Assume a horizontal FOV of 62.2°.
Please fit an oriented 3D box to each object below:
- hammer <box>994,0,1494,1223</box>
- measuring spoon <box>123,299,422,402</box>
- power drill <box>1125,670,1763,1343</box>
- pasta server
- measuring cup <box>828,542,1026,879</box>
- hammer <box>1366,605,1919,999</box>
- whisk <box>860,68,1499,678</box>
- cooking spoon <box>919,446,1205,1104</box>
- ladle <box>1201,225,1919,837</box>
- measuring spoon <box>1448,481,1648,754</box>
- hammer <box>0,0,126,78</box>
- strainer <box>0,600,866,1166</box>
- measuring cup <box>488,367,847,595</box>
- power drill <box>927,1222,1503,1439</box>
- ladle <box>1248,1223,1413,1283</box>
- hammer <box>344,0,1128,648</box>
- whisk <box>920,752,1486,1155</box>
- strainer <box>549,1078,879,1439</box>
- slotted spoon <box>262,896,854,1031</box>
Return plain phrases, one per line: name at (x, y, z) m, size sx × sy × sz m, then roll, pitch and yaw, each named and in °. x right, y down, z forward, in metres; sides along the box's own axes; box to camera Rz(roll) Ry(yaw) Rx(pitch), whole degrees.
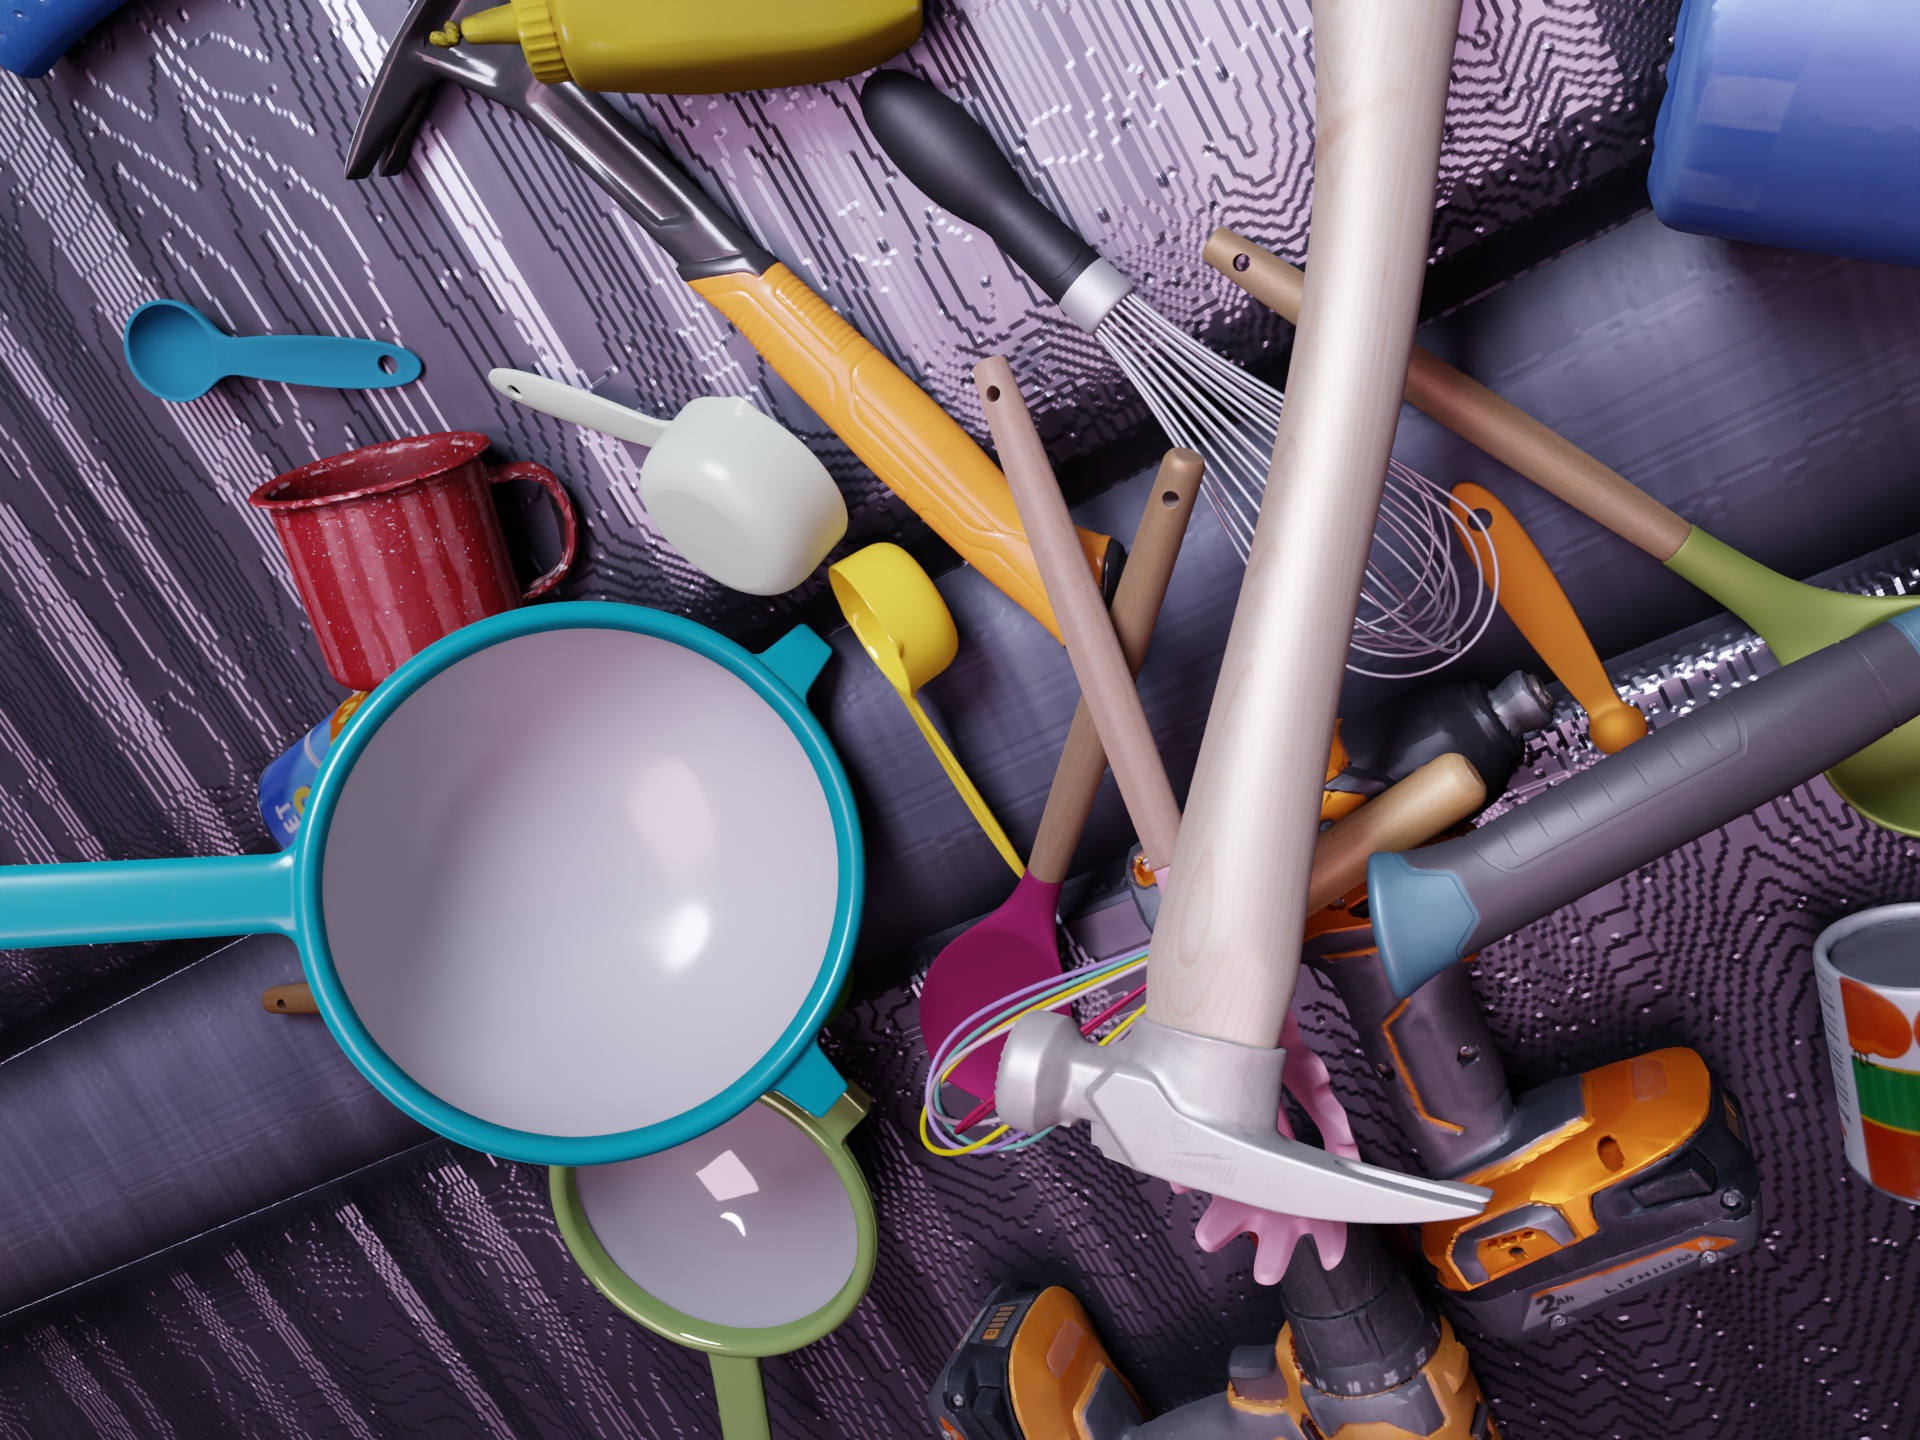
hammer at (0.116, -0.063, 0.473) m, size 0.146 × 0.038 × 0.410 m, roll 10°, pitch 90°, yaw 24°
measuring spoon at (-0.283, -0.152, 0.662) m, size 0.128 × 0.021 × 0.042 m, roll 5°, pitch 111°, yaw 5°
power drill at (0.189, 0.097, 0.579) m, size 0.164 × 0.084 × 0.226 m, roll -37°, pitch 93°, yaw 26°
pasta server at (0.059, 0.022, 0.525) m, size 0.060 × 0.040 × 0.316 m, roll -23°, pitch 81°, yaw 22°
measuring cup at (-0.001, -0.002, 0.623) m, size 0.029 × 0.062 × 0.156 m, roll -35°, pitch 115°, yaw -10°
hammer at (0.269, -0.012, 0.473) m, size 0.331 × 0.033 × 0.128 m, roll -30°, pitch 80°, yaw 9°
whisk at (0.071, -0.123, 0.544) m, size 0.284 × 0.070 × 0.070 m, roll 45°, pitch 116°, yaw 2°
cooking spoon at (0.040, 0.039, 0.608) m, size 0.069 × 0.017 × 0.318 m, roll 25°, pitch 127°, yaw 13°
ladle at (0.214, -0.071, 0.520) m, size 0.320 × 0.062 × 0.078 m, roll 35°, pitch 110°, yaw 5°
measuring spoon at (0.206, -0.034, 0.559) m, size 0.021 × 0.011 × 0.117 m, roll -32°, pitch 99°, yaw 25°
hammer at (-0.201, -0.330, 0.542) m, size 0.405 × 0.035 × 0.144 m, roll -16°, pitch 88°, yaw 25°
strainer at (-0.211, 0.064, 0.615) m, size 0.340 × 0.095 × 0.211 m, roll -1°, pitch 86°, yaw -18°
measuring cup at (-0.123, -0.096, 0.606) m, size 0.168 × 0.038 × 0.083 m, roll 23°, pitch 153°, yaw 19°
power drill at (0.099, 0.272, 0.655) m, size 0.226 × 0.084 × 0.185 m, roll -18°, pitch 103°, yaw 33°
ladle at (0.162, 0.320, 0.703) m, size 0.069 × 0.031 × 0.315 m, roll 6°, pitch 114°, yaw 25°
hammer at (-0.073, -0.144, 0.588) m, size 0.337 × 0.034 × 0.127 m, roll 43°, pitch 115°, yaw -3°
whisk at (0.077, 0.088, 0.557) m, size 0.245 × 0.047 × 0.051 m, roll -37°, pitch 87°, yaw 22°
strainer at (-0.098, 0.252, 0.731) m, size 0.151 × 0.069 × 0.256 m, roll 1°, pitch 111°, yaw 14°
slotted spoon at (-0.198, 0.124, 0.735) m, size 0.314 × 0.031 × 0.070 m, roll -6°, pitch 101°, yaw 21°
